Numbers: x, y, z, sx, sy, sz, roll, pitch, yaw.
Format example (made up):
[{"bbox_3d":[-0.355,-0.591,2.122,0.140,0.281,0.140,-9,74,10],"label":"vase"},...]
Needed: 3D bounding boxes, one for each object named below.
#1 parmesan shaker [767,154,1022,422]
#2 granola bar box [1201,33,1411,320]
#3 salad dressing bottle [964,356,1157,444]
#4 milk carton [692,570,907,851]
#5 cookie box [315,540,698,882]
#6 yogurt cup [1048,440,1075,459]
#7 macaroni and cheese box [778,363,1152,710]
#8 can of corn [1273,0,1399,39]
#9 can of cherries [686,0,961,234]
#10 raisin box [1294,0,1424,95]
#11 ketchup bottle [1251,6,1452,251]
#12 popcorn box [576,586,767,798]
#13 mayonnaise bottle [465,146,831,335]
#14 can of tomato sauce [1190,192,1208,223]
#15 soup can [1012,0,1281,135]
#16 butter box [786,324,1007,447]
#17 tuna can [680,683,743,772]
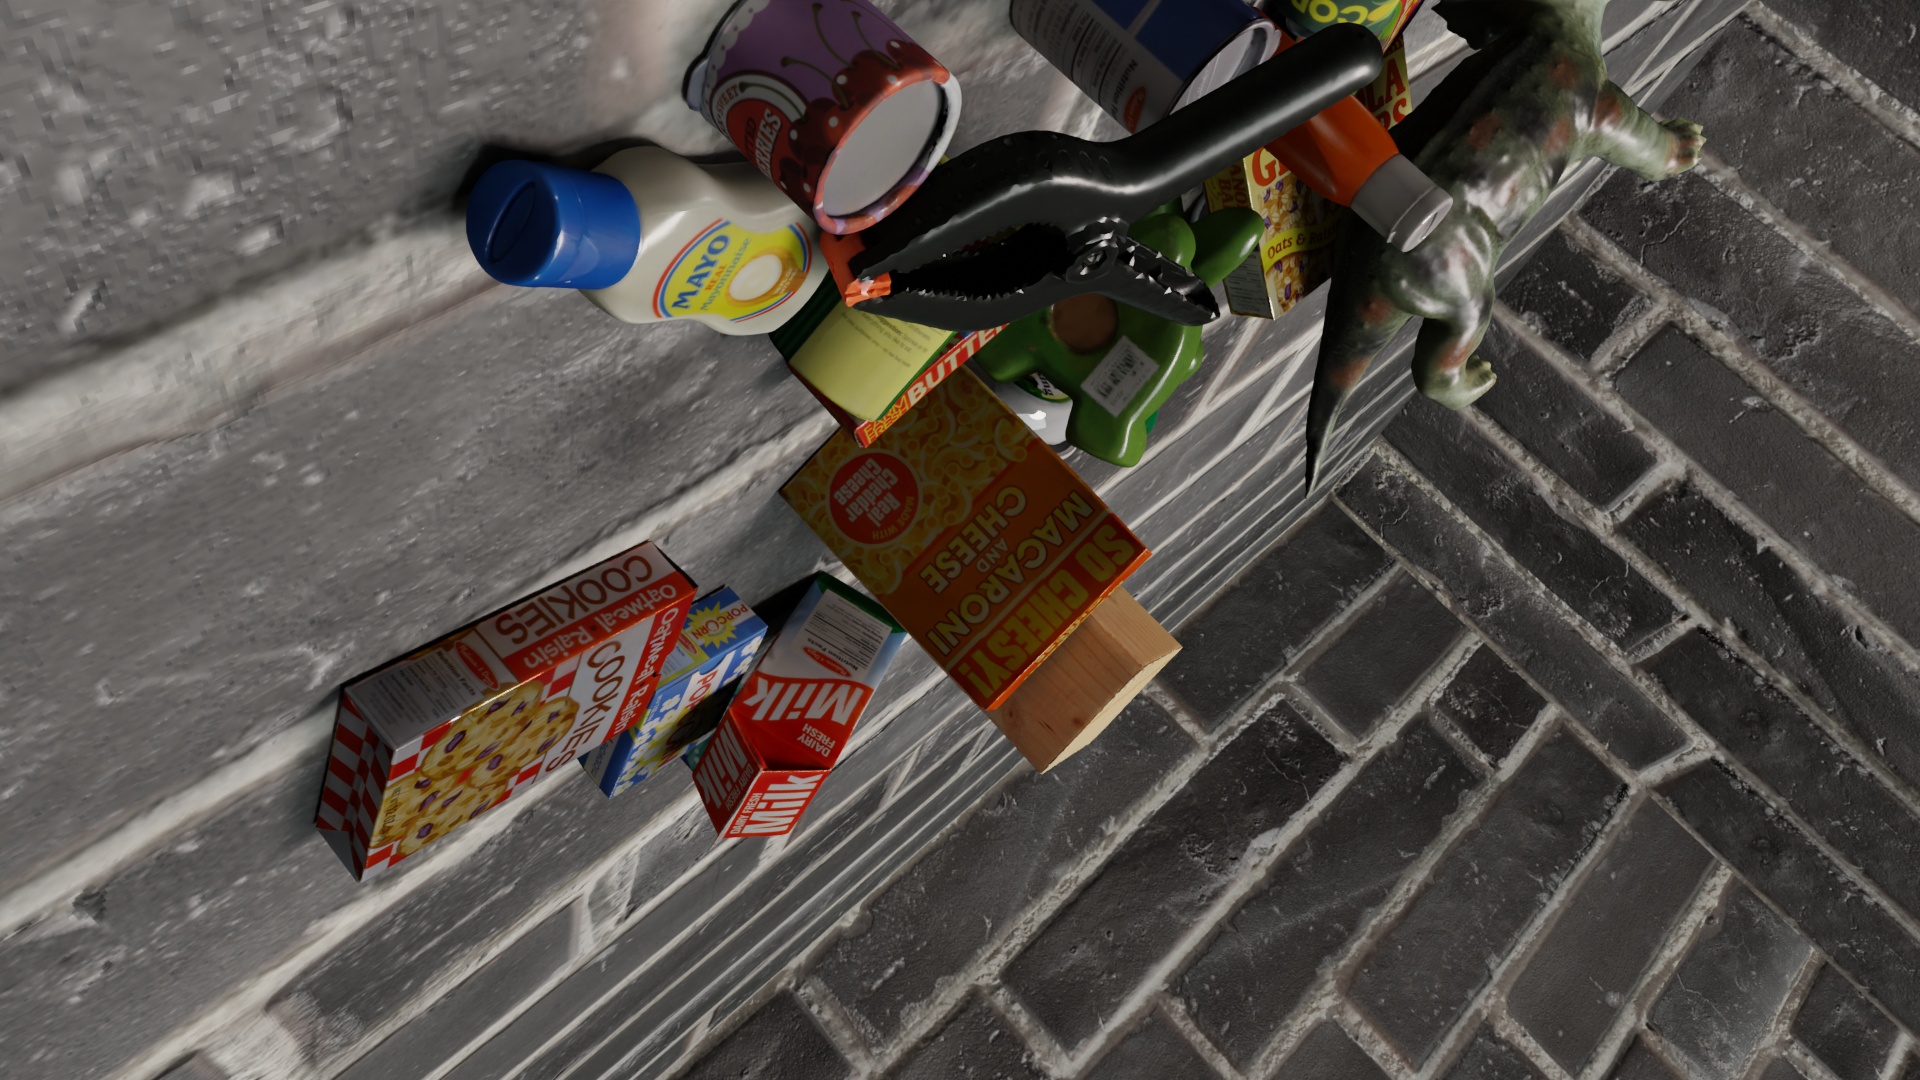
[{"bbox_3d":[-0.028,-0.111,0.589,0.103,0.071,0.071,-47,166,15],"label":"parmesan shaker"},{"bbox_3d":[0.220,-0.231,0.867,0.166,0.039,0.123,-37,125,-28],"label":"granola bar box"},{"bbox_3d":[0.060,-0.084,0.857,0.148,0.064,0.043,0,122,-42],"label":"salad dressing bottle"},{"bbox_3d":[-0.105,0.110,0.871,0.072,0.073,0.191,-57,-178,36],"label":"milk carton"},{"bbox_3d":[-0.214,0.080,0.665,0.168,0.040,0.122,-31,161,-45],"label":"cookie box"},{"bbox_3d":[0.037,-0.069,0.907,0.073,0.072,0.053,-33,170,-39],"label":"yogurt cup"},{"bbox_3d":[0.003,-0.009,0.757,0.123,0.166,0.040,-45,167,5],"label":"macaroni and cheese box"},{"bbox_3d":[0.191,-0.289,0.682,0.071,0.071,0.058,-40,165,-18],"label":"can of corn"},{"bbox_3d":[-0.044,-0.142,0.456,0.071,0.058,0.071,-42,166,-12],"label":"can of cherries"},{"bbox_3d":[0.229,-0.298,0.779,0.124,0.040,0.085,-53,170,-23],"label":"raisin box"},{"bbox_3d":[0.193,-0.215,0.738,0.043,0.149,0.064,-41,166,-7],"label":"ketchup bottle"},{"bbox_3d":[-0.173,0.091,0.823,0.085,0.038,0.126,-30,161,-42],"label":"popcorn box"},{"bbox_3d":[-0.097,-0.100,0.463,0.064,0.041,0.148,-52,165,22],"label":"mayonnaise bottle"},{"bbox_3d":[0.198,-0.211,0.944,0.071,0.071,0.083,-49,165,18],"label":"can of tomato sauce"},{"bbox_3d":[0.074,-0.206,0.556,0.071,0.084,0.071,-41,166,-12],"label":"soup can"},{"bbox_3d":[-0.027,-0.096,0.656,0.104,0.053,0.024,-42,164,-10],"label":"butter box"},{"bbox_3d":[-0.169,0.132,0.968,0.071,0.033,0.071,-41,166,-12],"label":"tuna can"}]
